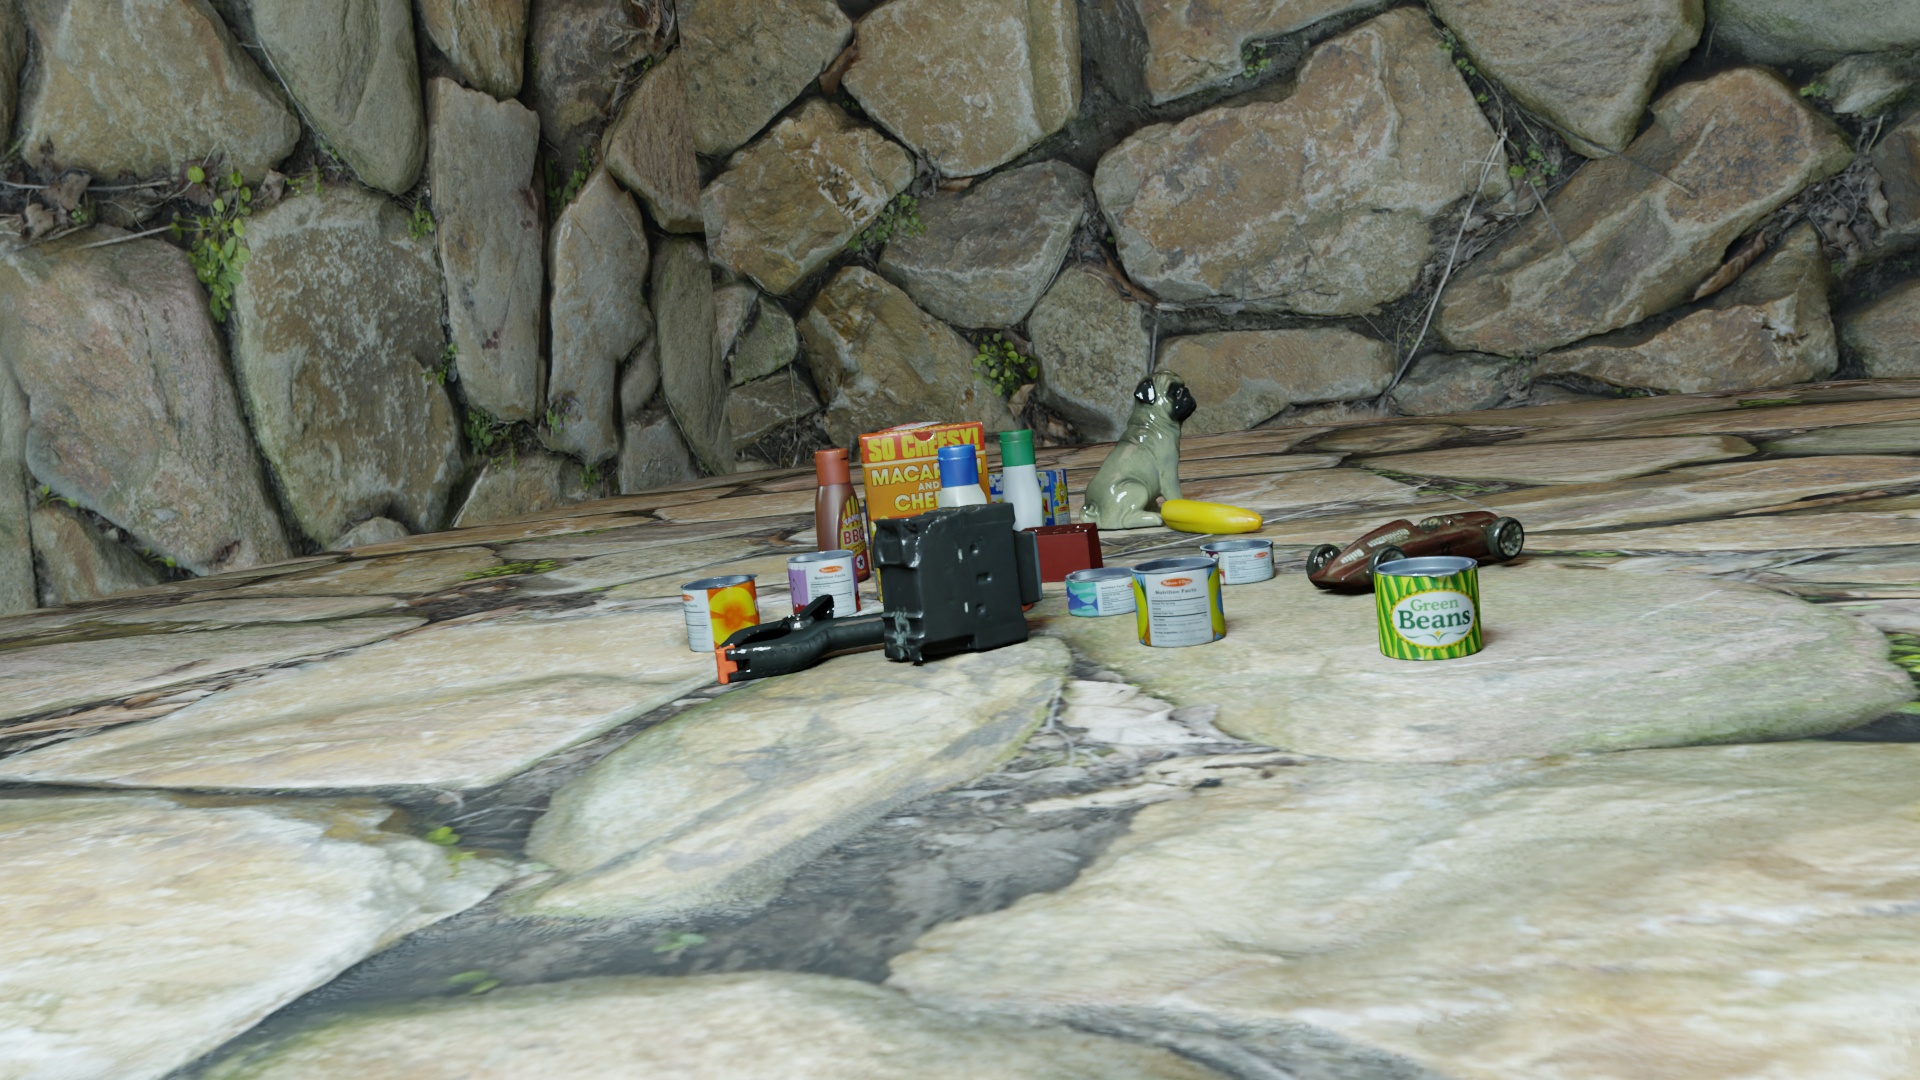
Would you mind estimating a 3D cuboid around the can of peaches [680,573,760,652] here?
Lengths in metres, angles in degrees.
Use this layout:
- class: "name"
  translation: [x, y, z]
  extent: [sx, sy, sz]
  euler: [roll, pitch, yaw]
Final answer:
- class: "can of peaches"
  translation: [-0.210, 0.064, 1.237]
  extent: [0.071, 0.058, 0.071]
  euler: [-6, 7, 1]

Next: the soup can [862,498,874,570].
- class: "soup can"
  translation: [-0.074, -0.010, 1.611]
  extent: [0.071, 0.083, 0.071]
  euler: [-6, 7, 1]

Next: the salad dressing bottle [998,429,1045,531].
- class: "salad dressing bottle"
  translation: [0.068, -0.046, 1.509]
  extent: [0.044, 0.147, 0.064]
  euler: [-7, 6, -5]

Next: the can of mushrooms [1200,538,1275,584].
- class: "can of mushrooms"
  translation: [0.254, 0.019, 1.275]
  extent: [0.071, 0.033, 0.071]
  euler: [-6, 7, 1]

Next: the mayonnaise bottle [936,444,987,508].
- class: "mayonnaise bottle"
  translation: [0.005, -0.017, 1.324]
  extent: [0.041, 0.148, 0.065]
  euler: [-9, 7, -23]

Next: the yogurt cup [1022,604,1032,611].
- class: "yogurt cup"
  translation: [0.035, 0.037, 1.249]
  extent: [0.072, 0.054, 0.072]
  euler: [-6, 7, 1]

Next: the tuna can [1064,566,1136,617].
- class: "tuna can"
  translation: [0.123, 0.044, 1.197]
  extent: [0.071, 0.032, 0.071]
  euler: [-6, 7, 1]

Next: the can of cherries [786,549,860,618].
- class: "can of cherries"
  translation: [-0.132, 0.042, 1.339]
  extent: [0.071, 0.058, 0.071]
  euler: [-6, 7, 1]

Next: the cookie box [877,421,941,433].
- class: "cookie box"
  translation: [-0.045, -0.041, 1.489]
  extent: [0.040, 0.167, 0.123]
  euler: [-5, 7, 15]

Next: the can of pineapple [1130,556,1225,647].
- class: "can of pineapple"
  translation: [0.164, 0.045, 1.043]
  extent: [0.071, 0.057, 0.071]
  euler: [-6, 7, 1]

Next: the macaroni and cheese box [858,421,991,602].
- class: "macaroni and cheese box"
  translation: [-0.031, -0.030, 1.387]
  extent: [0.124, 0.166, 0.040]
  euler: [-8, 6, -9]

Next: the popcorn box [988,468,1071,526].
- class: "popcorn box"
  translation: [0.077, -0.045, 1.751]
  extent: [0.126, 0.085, 0.038]
  euler: [-1, 8, 40]

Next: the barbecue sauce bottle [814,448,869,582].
- class: "barbecue sauce bottle"
  translation: [-0.135, -0.026, 1.530]
  extent: [0.043, 0.148, 0.065]
  euler: [-3, 7, 28]

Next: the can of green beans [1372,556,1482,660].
- class: "can of green beans"
  translation: [0.308, 0.044, 0.917]
  extent: [0.071, 0.057, 0.071]
  euler: [-6, 7, 1]
